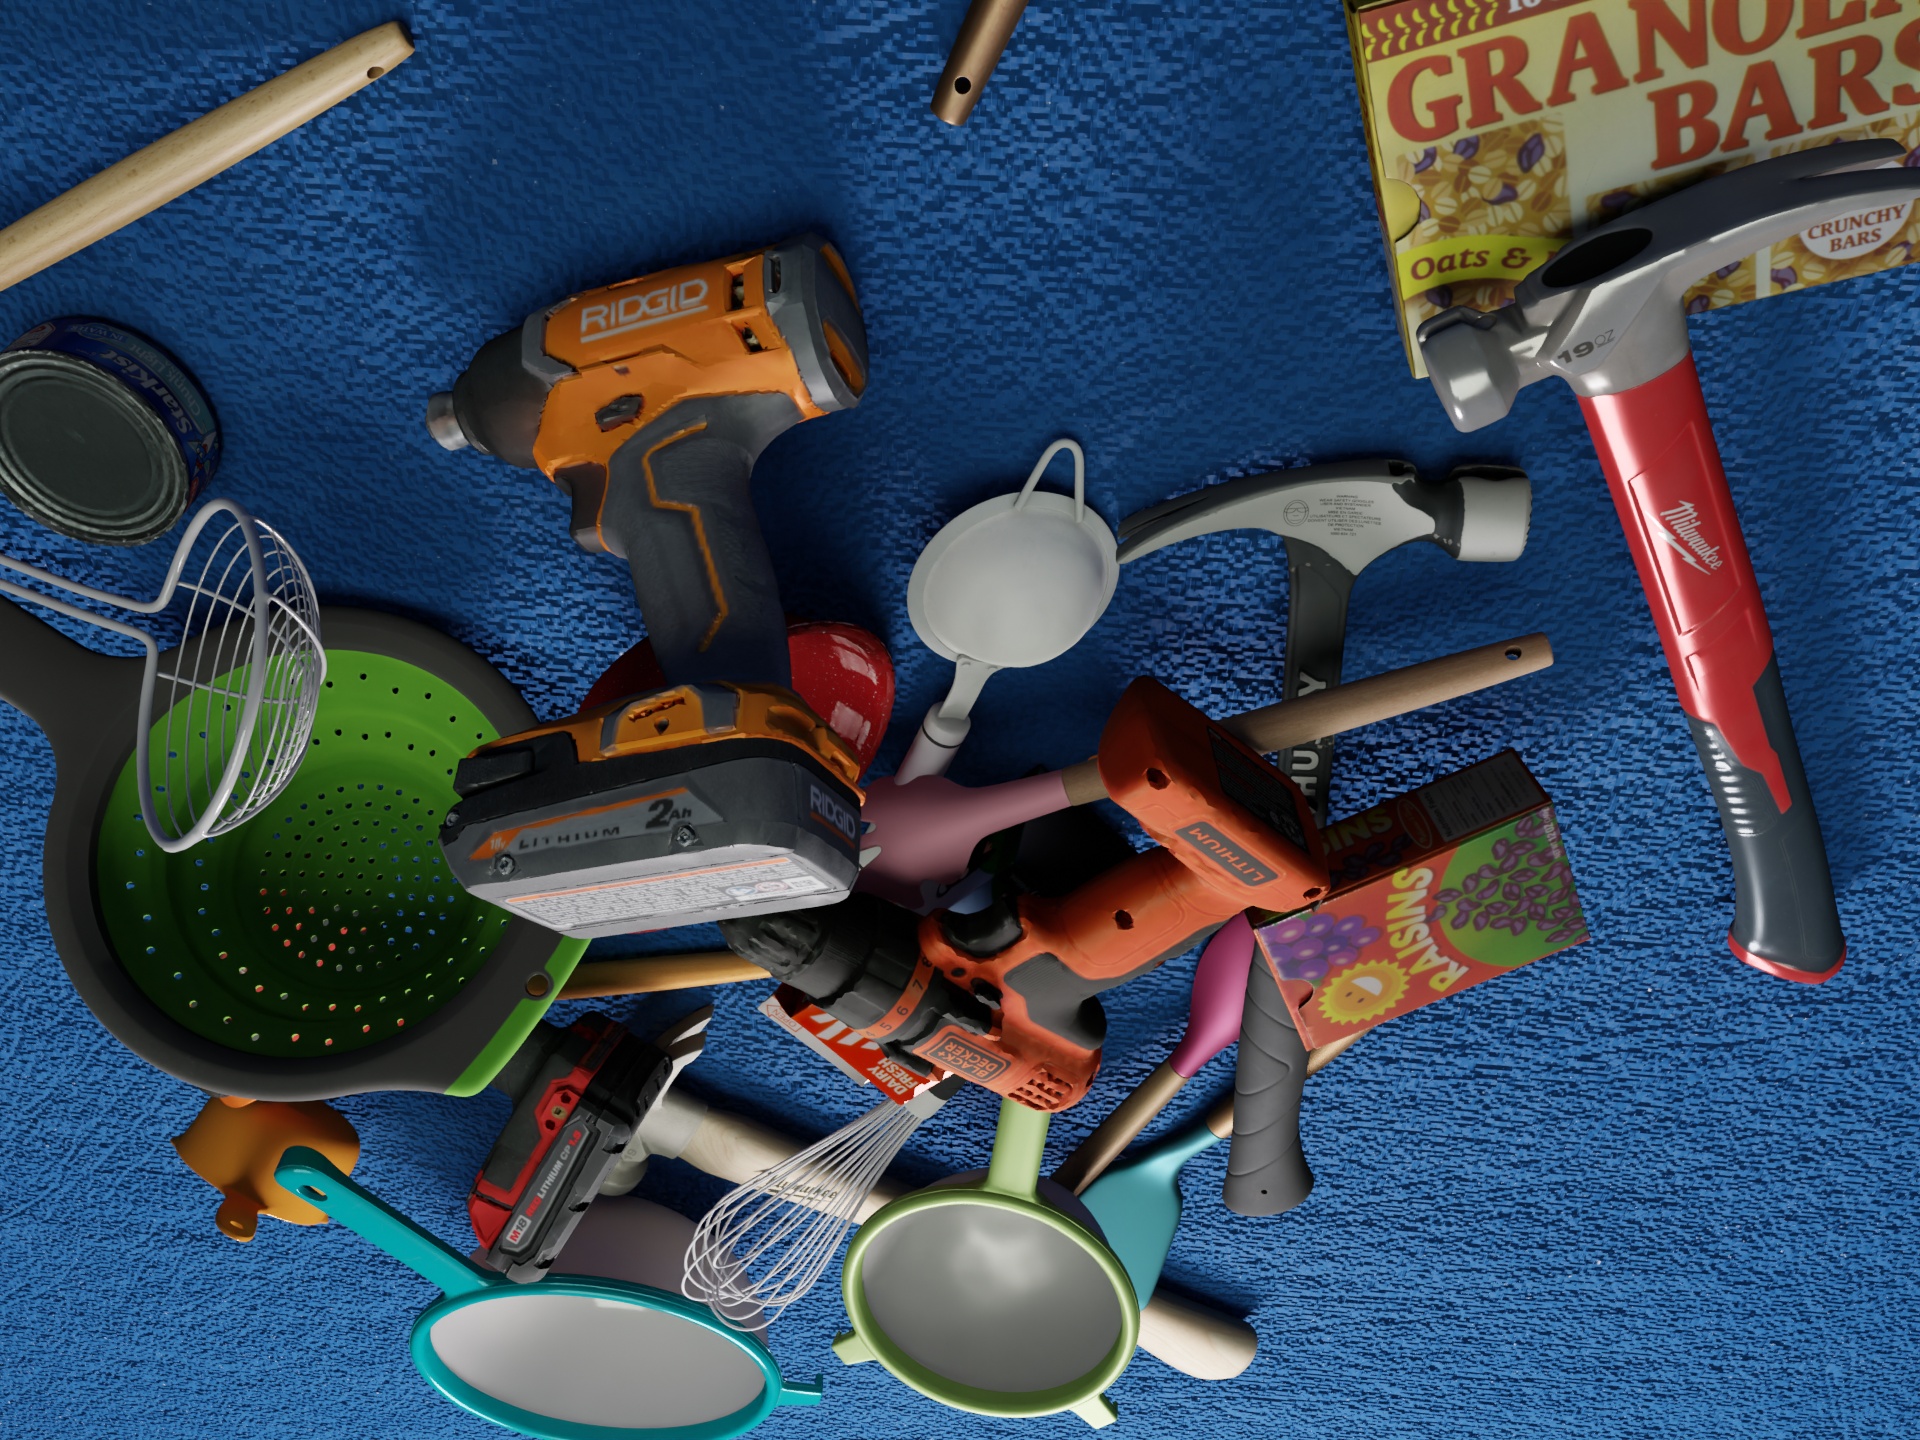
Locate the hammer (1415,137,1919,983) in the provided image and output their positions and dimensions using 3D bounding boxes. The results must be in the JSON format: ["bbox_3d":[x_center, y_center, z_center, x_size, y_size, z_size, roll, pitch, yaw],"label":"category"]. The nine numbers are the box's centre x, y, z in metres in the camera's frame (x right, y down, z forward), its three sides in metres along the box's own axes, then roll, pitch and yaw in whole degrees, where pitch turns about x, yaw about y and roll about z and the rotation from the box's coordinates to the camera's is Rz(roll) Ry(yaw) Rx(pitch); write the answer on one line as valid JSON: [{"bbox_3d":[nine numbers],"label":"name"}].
[{"bbox_3d":[0.296,-0.023,0.583,0.143,0.038,0.385,-22,130,20],"label":"hammer"}]

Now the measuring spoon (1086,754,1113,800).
[{"bbox_3d":[0.098,0.049,0.655,0.117,0.011,0.021,34,123,-14],"label":"measuring spoon"}]

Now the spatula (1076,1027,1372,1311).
[{"bbox_3d":[0.149,0.204,0.813,0.082,0.044,0.317,29,126,-14],"label":"spatula"}]

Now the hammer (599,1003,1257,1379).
[{"bbox_3d":[-0.002,0.285,0.903,0.410,0.038,0.146,26,126,-15],"label":"hammer"}]

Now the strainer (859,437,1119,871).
[{"bbox_3d":[-0.001,-0.002,0.663,0.086,0.050,0.258,7,136,-23],"label":"strainer"}]

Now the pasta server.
[{"bbox_3d":[0.069,0.019,0.621,0.316,0.060,0.040,-17,168,13],"label":"pasta server"}]

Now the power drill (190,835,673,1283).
[{"bbox_3d":[-0.266,0.166,0.772,0.219,0.078,0.143,32,104,-1],"label":"power drill"}]

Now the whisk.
[{"bbox_3d":[-0.039,0.208,0.802,0.070,0.070,0.284,38,106,-22],"label":"whisk"}]

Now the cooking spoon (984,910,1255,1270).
[{"bbox_3d":[0.097,0.191,0.806,0.068,0.017,0.318,28,120,-15],"label":"cooking spoon"}]

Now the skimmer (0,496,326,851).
[{"bbox_3d":[-0.393,-0.061,0.590,0.363,0.090,0.127,20,100,8],"label":"skimmer"}]

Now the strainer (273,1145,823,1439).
[{"bbox_3d":[-0.239,0.300,0.898,0.211,0.095,0.340,-23,127,24],"label":"strainer"}]

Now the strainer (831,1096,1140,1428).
[{"bbox_3d":[0.026,0.232,0.794,0.151,0.069,0.256,12,116,6],"label":"strainer"}]

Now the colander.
[{"bbox_3d":[-0.338,0.017,0.687,0.397,0.204,0.094,32,163,1],"label":"colander"}]

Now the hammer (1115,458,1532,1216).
[{"bbox_3d":[0.140,0.076,0.694,0.149,0.036,0.408,2,125,7],"label":"hammer"}]

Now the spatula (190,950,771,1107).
[{"bbox_3d":[-0.235,0.141,0.810,0.322,0.041,0.081,-7,104,11],"label":"spatula"}]

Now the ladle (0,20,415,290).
[{"bbox_3d":[-0.324,-0.163,0.550,0.315,0.069,0.031,-24,81,10],"label":"ladle"}]

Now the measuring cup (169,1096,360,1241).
[{"bbox_3d":[-0.362,0.230,0.836,0.095,0.052,0.173,35,166,-15],"label":"measuring cup"}]

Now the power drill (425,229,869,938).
[{"bbox_3d":[-0.112,-0.048,0.534,0.164,0.227,0.084,-10,157,16],"label":"power drill"}]

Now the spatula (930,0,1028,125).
[{"bbox_3d":[0.060,-0.305,0.423,0.059,0.018,0.315,23,127,-11],"label":"spatula"}]
